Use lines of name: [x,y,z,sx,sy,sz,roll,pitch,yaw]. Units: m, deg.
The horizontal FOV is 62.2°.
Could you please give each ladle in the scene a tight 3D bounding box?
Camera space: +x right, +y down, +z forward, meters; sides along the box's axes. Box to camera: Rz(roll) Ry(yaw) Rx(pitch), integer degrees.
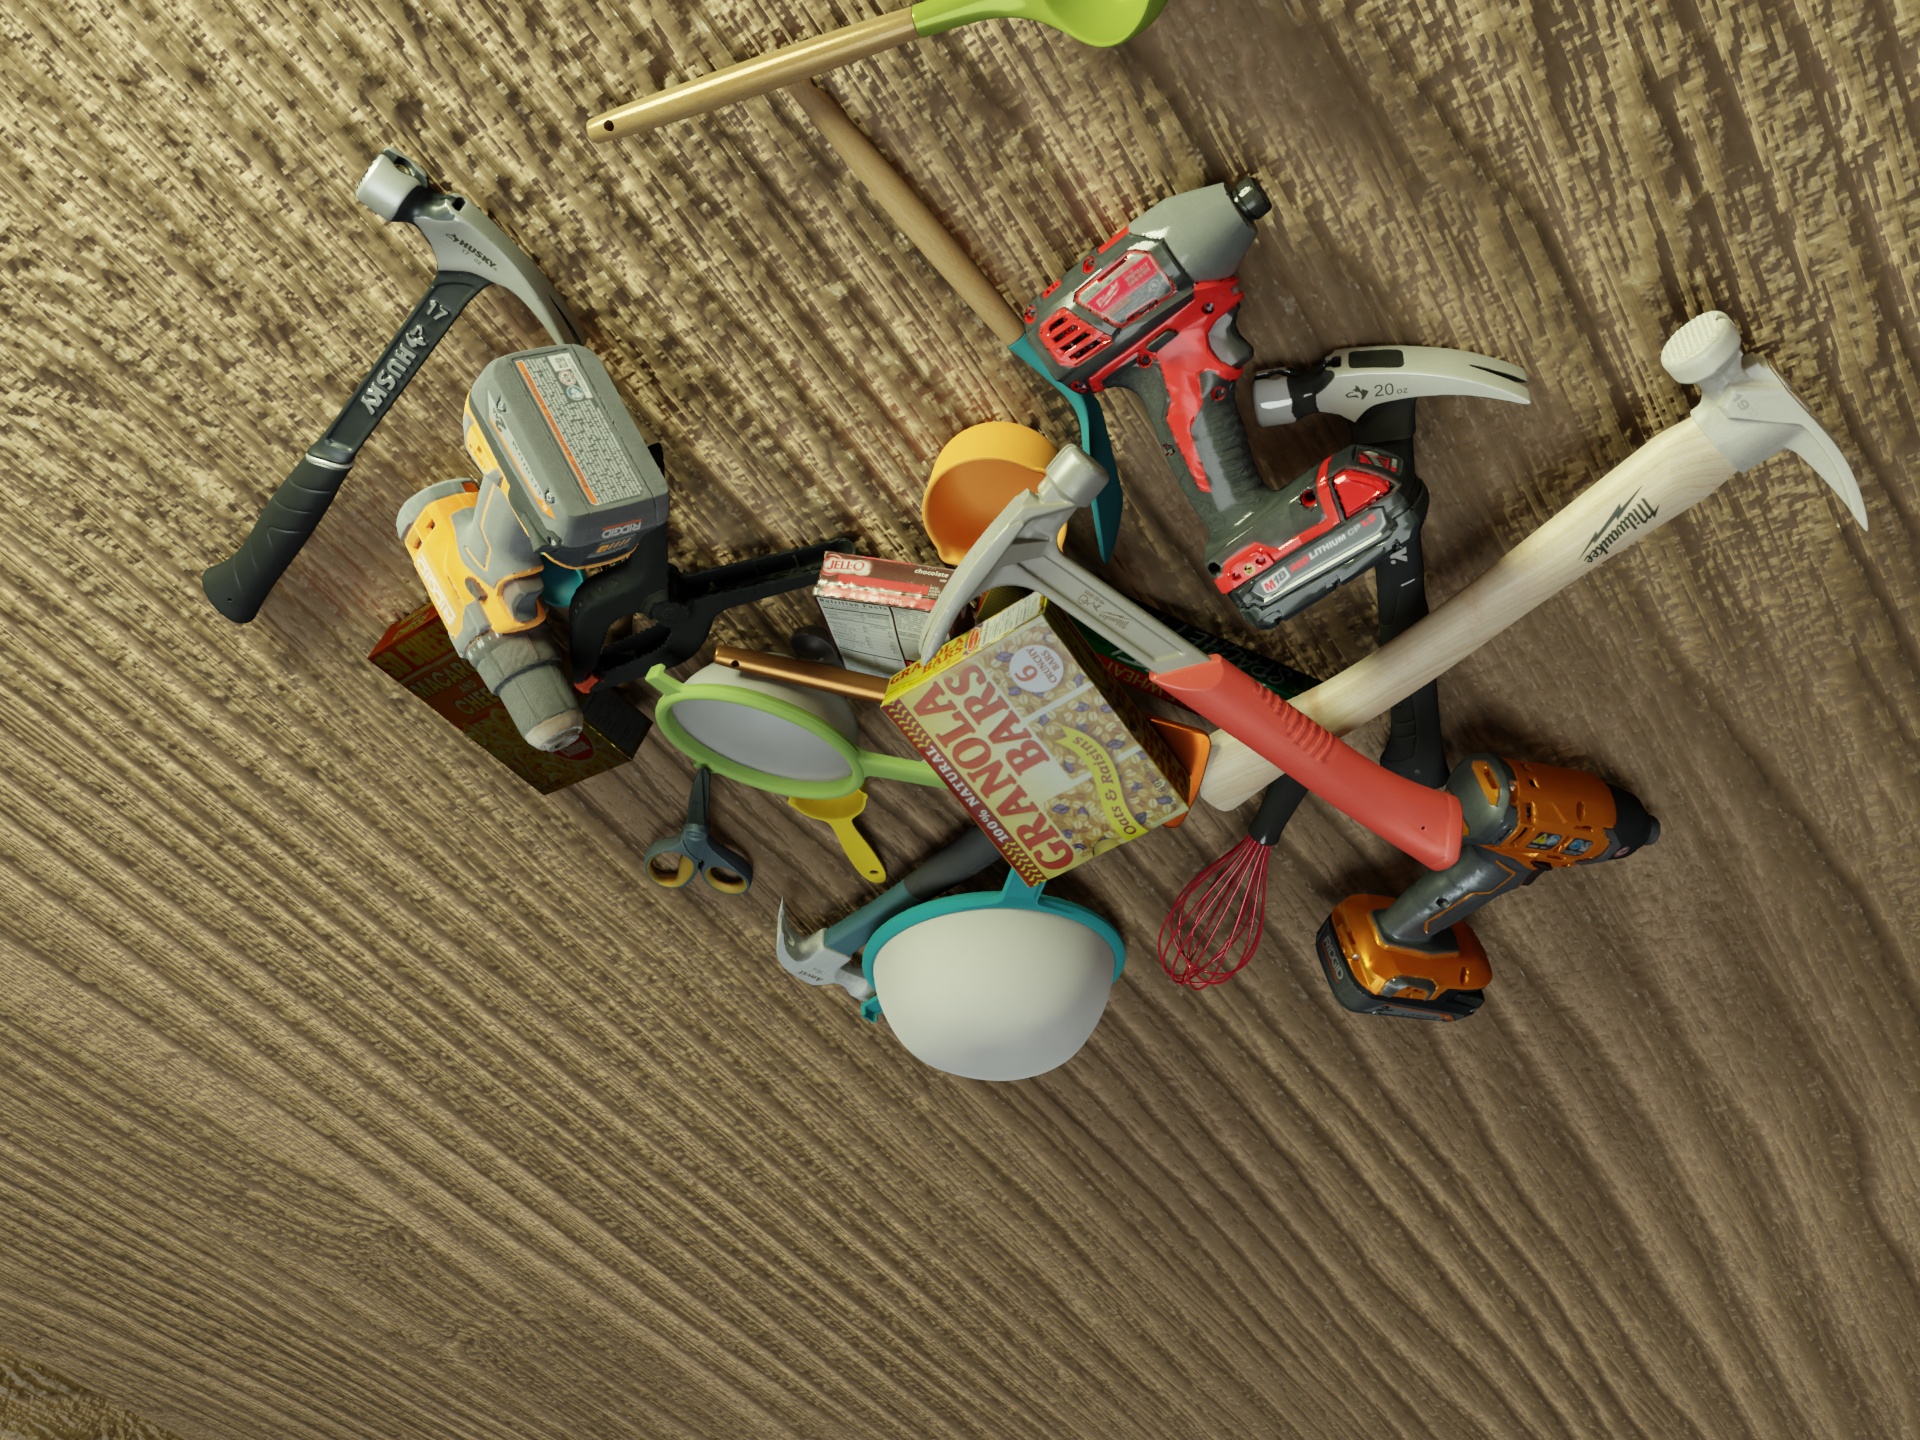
ladle: [-0.049,-0.333,0.777,0.320,0.062,0.078,-10,110,19]

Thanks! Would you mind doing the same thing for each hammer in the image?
hammer: [0.305,-0.054,0.932,0.146,0.038,0.410,39,126,-17]
hammer: [-0.023,0.124,1.230,0.128,0.033,0.331,28,131,-32]
hammer: [0.154,-0.005,0.940,0.358,0.037,0.149,33,109,-18]
hammer: [-0.391,-0.178,1.022,0.149,0.036,0.409,35,131,-22]
hammer: [0.277,-0.080,0.977,0.146,0.035,0.334,-5,132,17]

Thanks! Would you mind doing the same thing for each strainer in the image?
strainer: [-0.078,0.002,1.088,0.256,0.069,0.151,11,155,11]
strainer: [0.038,0.189,1.200,0.211,0.095,0.340,5,144,-8]

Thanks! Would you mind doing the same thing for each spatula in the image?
spatula: [0.006,-0.225,0.882,0.044,0.082,0.317,-30,115,32]
spatula: [-0.002,-0.003,1.029,0.322,0.041,0.081,13,125,-3]

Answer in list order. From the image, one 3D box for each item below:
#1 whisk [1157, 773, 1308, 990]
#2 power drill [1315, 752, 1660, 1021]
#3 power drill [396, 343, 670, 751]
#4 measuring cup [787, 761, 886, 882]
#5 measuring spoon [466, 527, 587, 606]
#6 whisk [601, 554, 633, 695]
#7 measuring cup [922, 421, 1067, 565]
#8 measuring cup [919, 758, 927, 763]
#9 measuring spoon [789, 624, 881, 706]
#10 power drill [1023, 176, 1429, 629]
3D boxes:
whisk: [0.211,0.096,1.149,0.073,0.073,0.295,16,128,-4]
power drill: [0.370,0.118,1.111,0.164,0.084,0.226,10,133,-23]
power drill: [-0.257,-0.096,0.964,0.226,0.084,0.185,-37,80,49]
measuring cup: [-0.084,0.076,1.216,0.062,0.029,0.156,-6,144,14]
measuring spoon: [-0.310,-0.117,1.081,0.128,0.021,0.042,24,126,1]
whisk: [-0.232,-0.101,1.058,0.047,0.051,0.244,-14,145,-23]
measuring cup: [0.056,-0.115,0.979,0.173,0.052,0.095,35,130,-23]
measuring cup: [0.051,0.031,1.095,0.167,0.038,0.083,-6,109,0]
measuring spoon: [-0.068,-0.032,1.112,0.124,0.018,0.034,36,147,-31]
power drill: [0.149,-0.172,0.852,0.143,0.078,0.219,-34,98,26]
